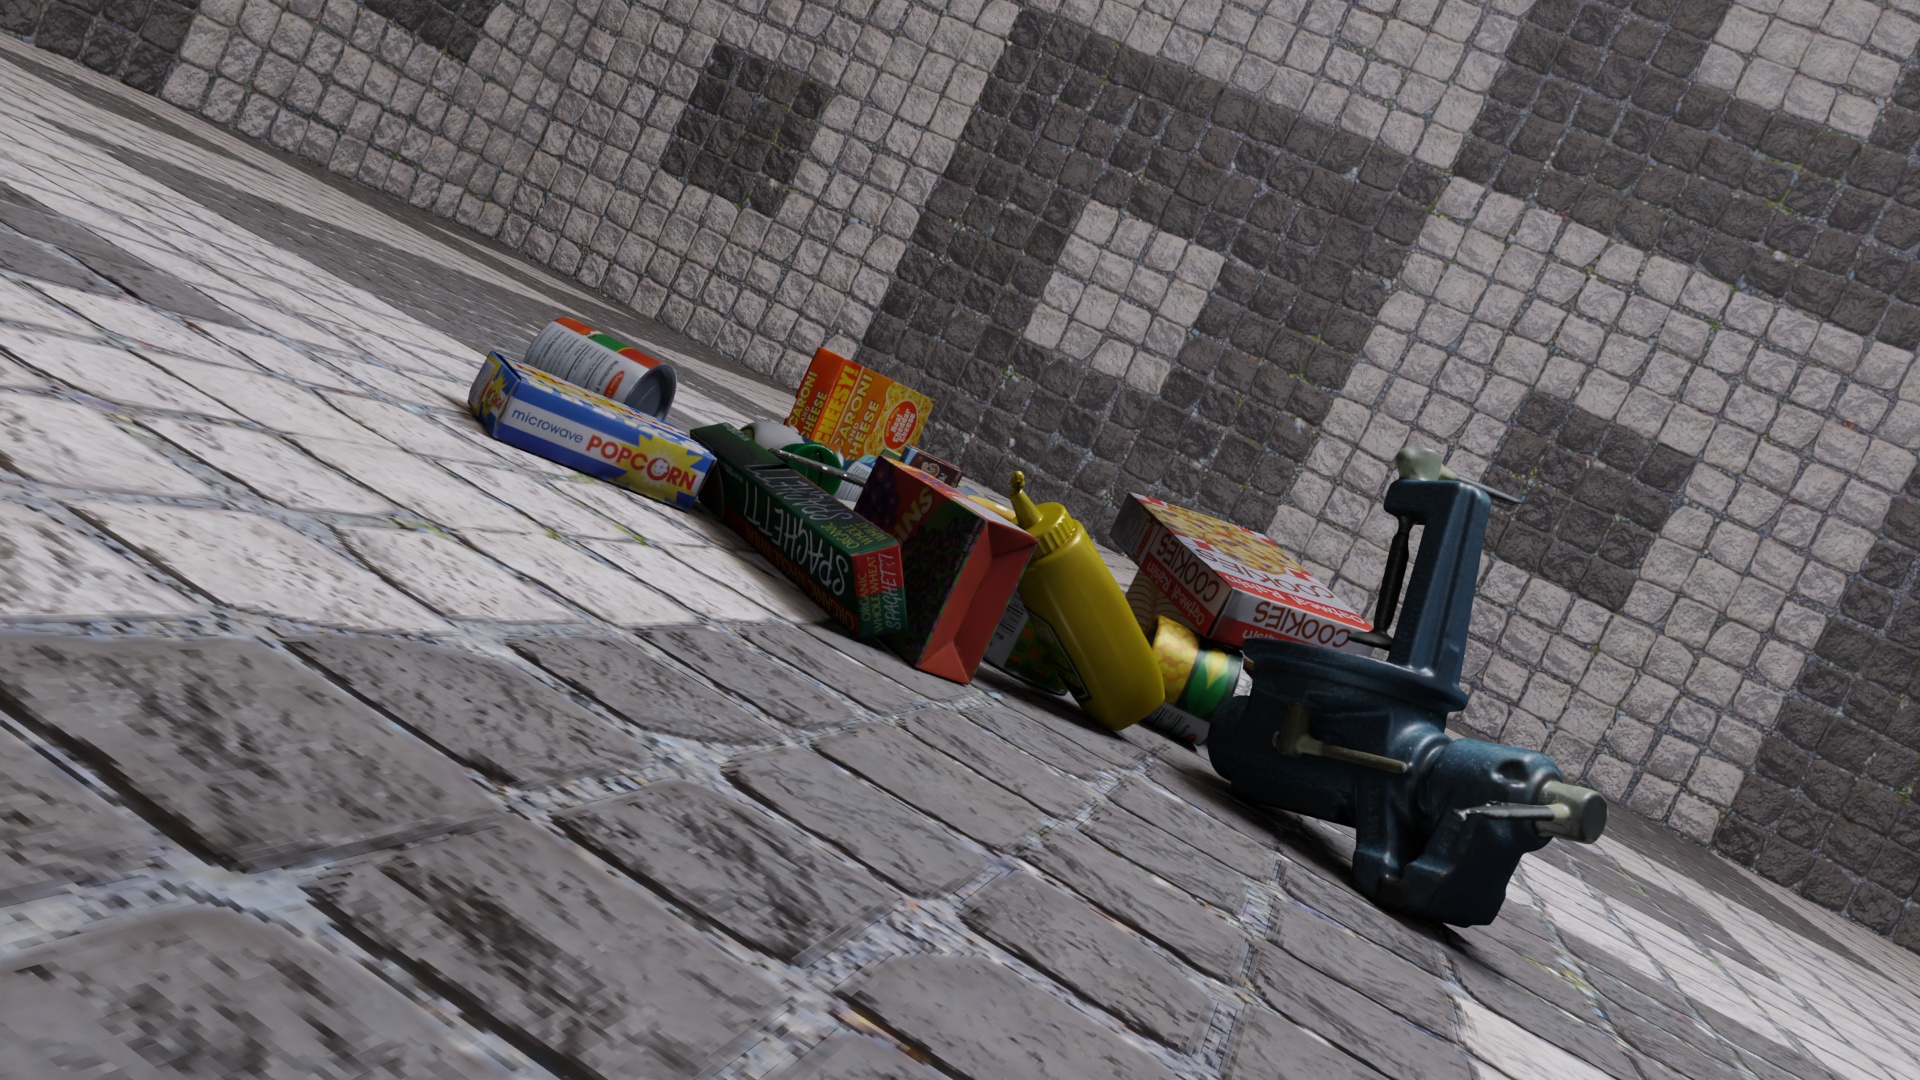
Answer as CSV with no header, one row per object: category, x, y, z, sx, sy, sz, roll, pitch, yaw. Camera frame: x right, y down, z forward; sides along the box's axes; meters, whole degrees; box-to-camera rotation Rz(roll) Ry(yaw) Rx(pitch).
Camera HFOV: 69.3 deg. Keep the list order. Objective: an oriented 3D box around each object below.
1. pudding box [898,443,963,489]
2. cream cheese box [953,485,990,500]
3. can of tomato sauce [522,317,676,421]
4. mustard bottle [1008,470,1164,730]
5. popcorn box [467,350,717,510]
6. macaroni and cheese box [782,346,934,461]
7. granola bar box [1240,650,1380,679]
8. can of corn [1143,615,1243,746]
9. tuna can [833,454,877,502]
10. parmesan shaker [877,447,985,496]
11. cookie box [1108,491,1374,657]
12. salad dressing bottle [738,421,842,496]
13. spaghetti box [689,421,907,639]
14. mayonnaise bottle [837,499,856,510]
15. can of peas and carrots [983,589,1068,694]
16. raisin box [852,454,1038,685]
pudding box,-0.038,-0.030,1.122,0.049,0.083,0.030,25,4,-13
cream cheese box,0.004,-0.013,1.061,0.053,0.024,0.104,-16,24,-20
can of tomato sauce,-0.249,-0.108,0.960,0.083,0.071,0.071,26,4,12
mustard bottle,0.059,0.030,0.763,0.159,0.049,0.065,61,-12,-23
popcorn box,-0.219,-0.065,0.823,0.126,0.038,0.085,23,5,-33
macaroni and cheese box,-0.103,-0.104,1.334,0.040,0.123,0.166,25,4,29
granola bar box,0.300,0.131,1.061,0.165,0.039,0.124,43,-14,-35
can of corn,0.139,0.086,0.881,0.058,0.071,0.071,25,4,0
tuna can,-0.069,-0.030,1.063,0.033,0.071,0.071,27,4,19
parmesan shaker,-0.038,-0.033,1.287,0.103,0.071,0.071,26,4,4
cookie box,0.189,0.030,0.947,0.123,0.040,0.168,17,17,-23
salad dressing bottle,-0.117,-0.045,0.894,0.044,0.064,0.147,9,0,-25
spaghetti box,-0.098,-0.013,0.786,0.029,0.050,0.250,-15,25,-25
mayonnaise bottle,-0.024,0.004,0.896,0.148,0.041,0.065,11,6,-19
can of peas and carrots,0.050,0.053,0.840,0.071,0.058,0.071,26,5,-2
raisin box,-0.020,0.012,0.748,0.040,0.086,0.123,21,7,-35
